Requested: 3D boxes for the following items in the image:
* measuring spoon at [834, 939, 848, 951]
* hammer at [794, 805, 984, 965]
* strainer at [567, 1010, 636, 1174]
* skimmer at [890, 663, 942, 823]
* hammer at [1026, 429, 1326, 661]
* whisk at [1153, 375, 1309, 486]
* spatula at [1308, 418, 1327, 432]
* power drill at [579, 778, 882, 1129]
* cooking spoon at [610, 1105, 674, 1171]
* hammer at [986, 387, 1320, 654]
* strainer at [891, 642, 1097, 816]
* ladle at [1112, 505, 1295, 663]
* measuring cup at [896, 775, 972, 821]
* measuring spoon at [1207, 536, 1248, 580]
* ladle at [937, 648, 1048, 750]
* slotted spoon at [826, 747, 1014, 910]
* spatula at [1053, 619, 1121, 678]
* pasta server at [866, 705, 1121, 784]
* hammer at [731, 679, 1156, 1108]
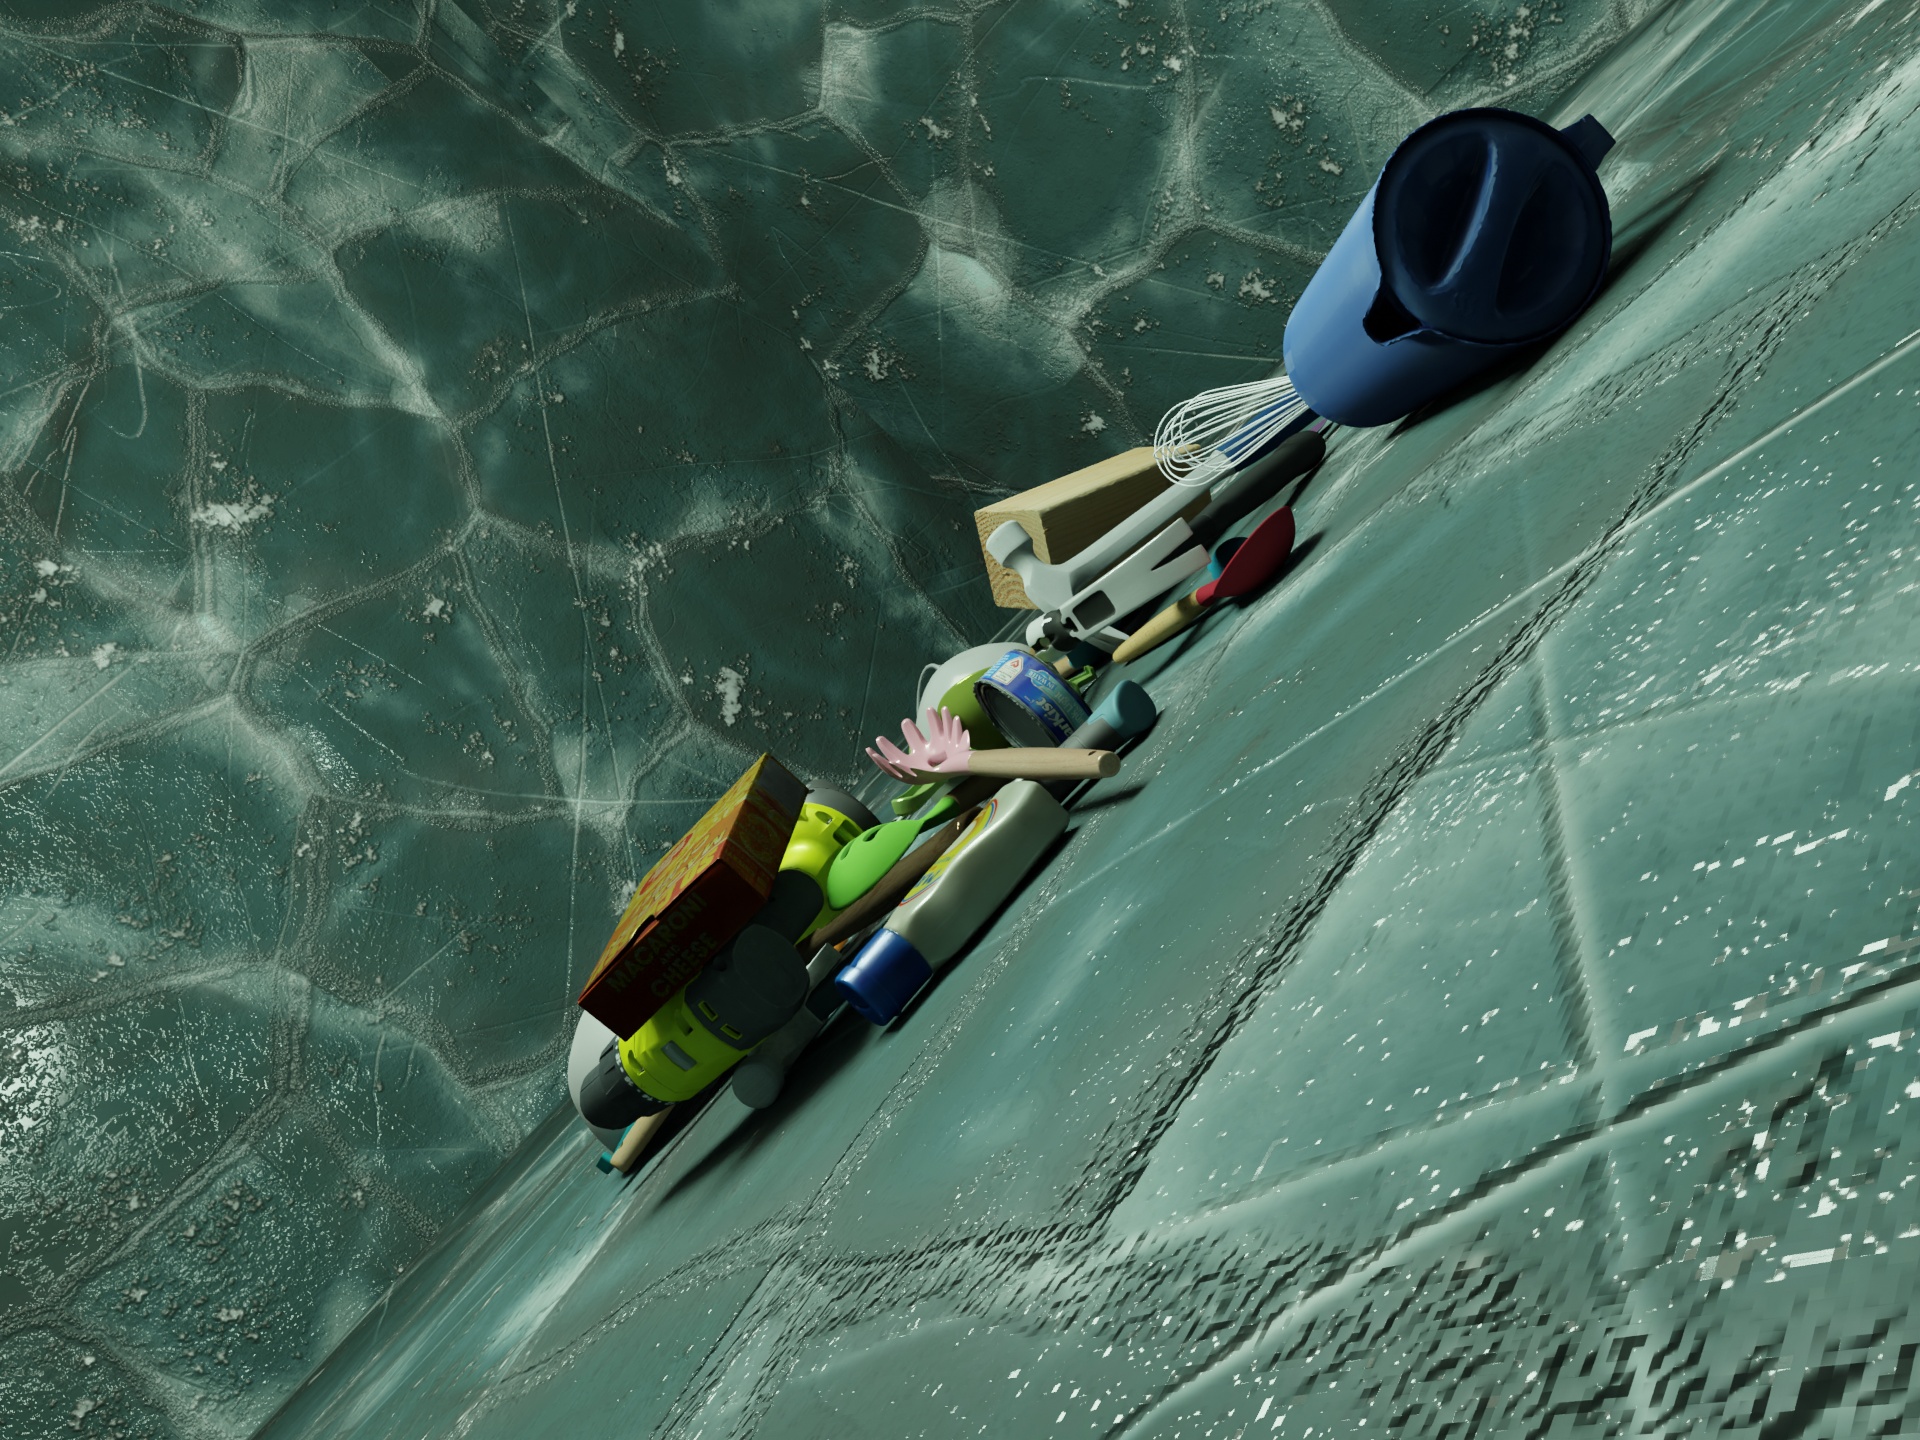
[{"bbox_3d":[-0.133,0.214,1.270,0.117,0.011,0.021,-45,3,3],"label":"measuring spoon"},{"bbox_3d":[-0.079,0.145,1.177,0.331,0.031,0.130,-39,15,46],"label":"hammer"},{"bbox_3d":[-0.260,0.252,1.344,0.211,0.095,0.340,-59,2,-8],"label":"strainer"},{"bbox_3d":[-0.065,0.066,1.559,0.363,0.090,0.127,-54,-23,-55],"label":"skimmer"},{"bbox_3d":[0.186,-0.147,1.160,0.146,0.035,0.335,-33,3,46],"label":"hammer"},{"bbox_3d":[0.271,-0.256,1.227,0.284,0.070,0.070,-21,17,34],"label":"whisk"},{"bbox_3d":[0.233,-0.184,1.519,0.316,0.018,0.060,-42,4,33],"label":"spatula"},{"bbox_3d":[-0.143,0.152,1.011,0.190,0.080,0.229,-41,10,33],"label":"power drill"},{"bbox_3d":[-0.161,0.197,1.189,0.319,0.017,0.069,-56,12,-25],"label":"cooking spoon"},{"bbox_3d":[0.218,-0.207,1.339,0.405,0.144,0.035,-37,-13,-18],"label":"hammer"},{"bbox_3d":[-0.002,-0.004,1.264,0.151,0.069,0.256,-13,16,29],"label":"strainer"},{"bbox_3d":[0.159,-0.079,1.104,0.069,0.031,0.315,-41,0,-17],"label":"ladle"},{"bbox_3d":[-0.022,0.078,1.349,0.167,0.038,0.083,-47,3,9],"label":"measuring cup"},{"bbox_3d":[0.197,-0.126,1.212,0.042,0.021,0.128,-45,5,4],"label":"measuring spoon"},{"bbox_3d":[0.047,-0.048,1.205,0.078,0.062,0.320,-31,9,19],"label":"ladle"},{"bbox_3d":[0.003,0.049,1.040,0.070,0.031,0.314,-35,-3,33],"label":"slotted spoon"},{"bbox_3d":[0.097,-0.062,1.507,0.082,0.044,0.317,-44,2,-13],"label":"spatula"},{"bbox_3d":[0.017,0.019,0.941,0.060,0.040,0.316,-34,10,-17],"label":"pasta server"},{"bbox_3d":[-0.009,0.099,0.957,0.331,0.033,0.128,-44,4,14],"label":"hammer"}]
